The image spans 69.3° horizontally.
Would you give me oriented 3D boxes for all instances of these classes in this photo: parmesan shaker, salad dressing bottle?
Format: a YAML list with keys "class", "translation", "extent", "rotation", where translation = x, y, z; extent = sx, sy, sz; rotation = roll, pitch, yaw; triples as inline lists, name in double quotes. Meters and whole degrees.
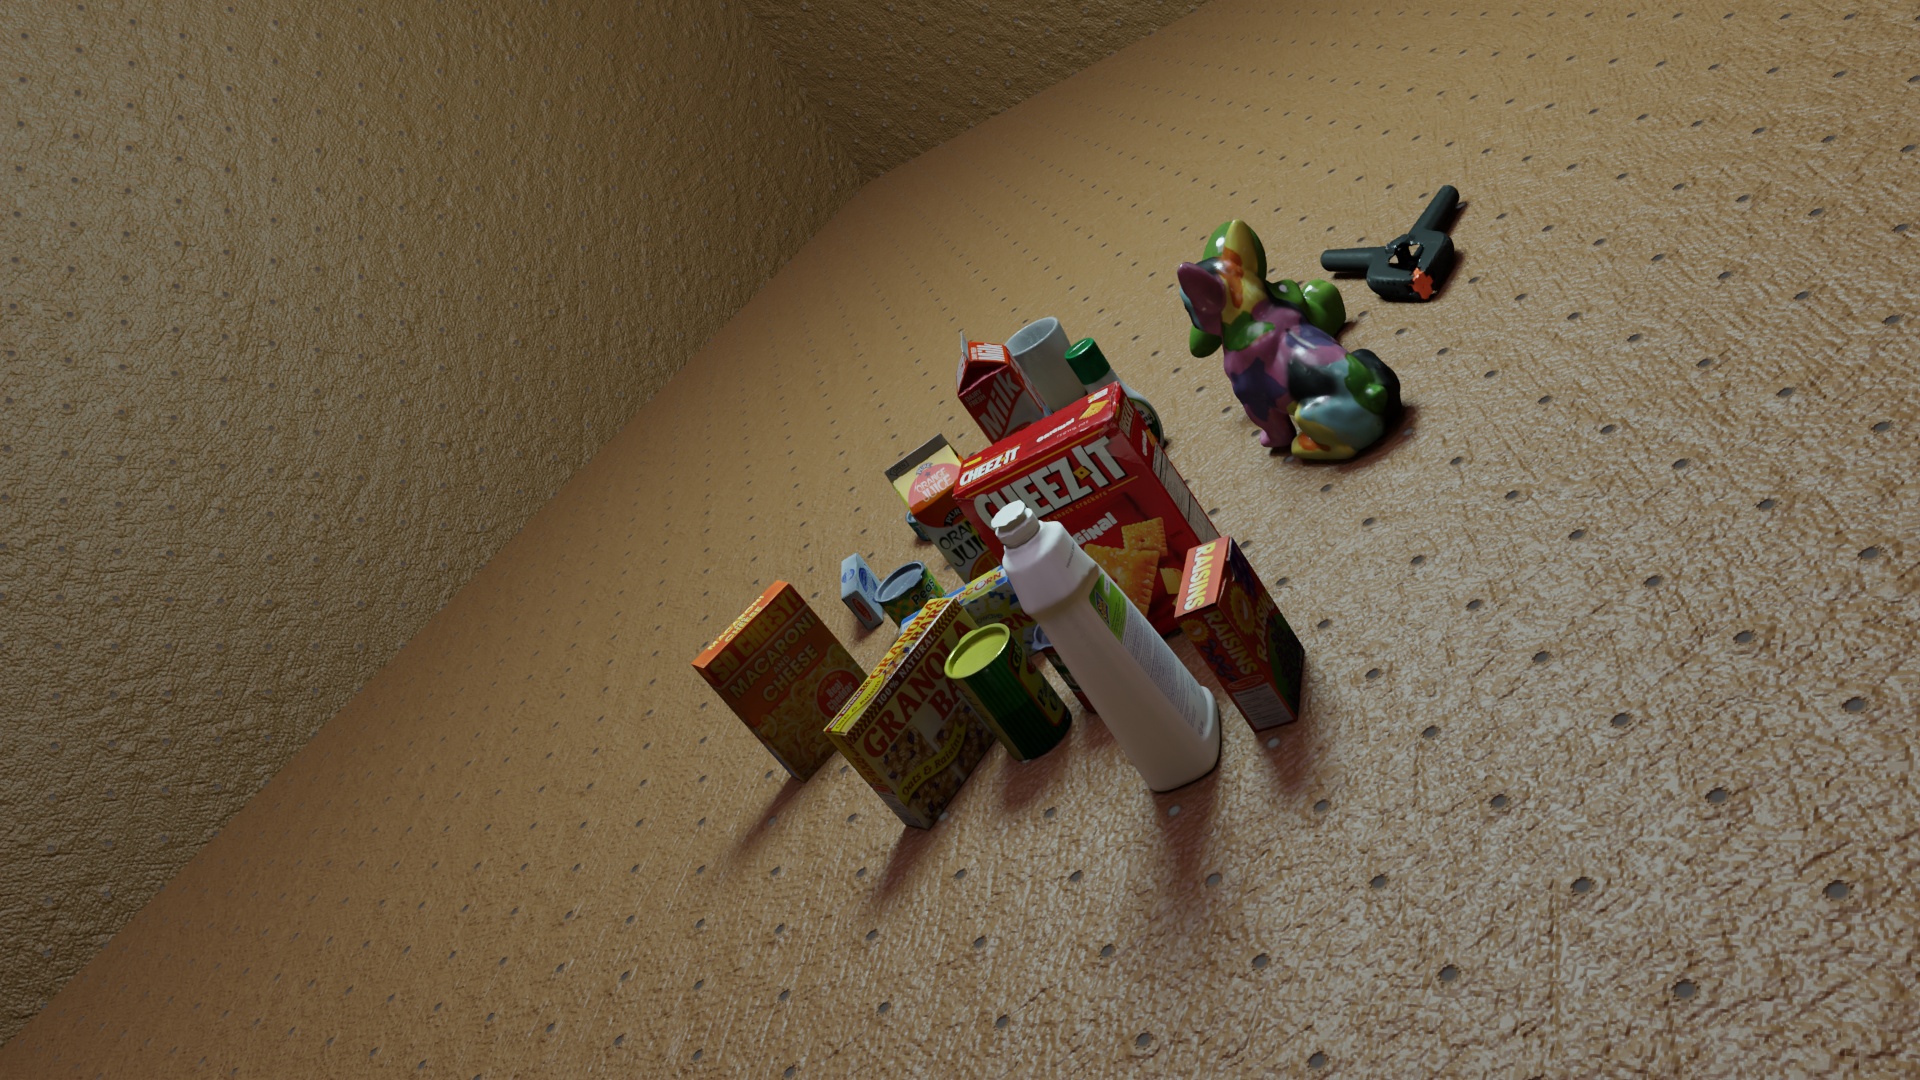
- class: "parmesan shaker"
  translation: [0.042, 0.130, 1.199]
  extent: [0.071, 0.103, 0.071]
  rotation: [-31, 23, 15]
- class: "salad dressing bottle"
  translation: [0.166, -0.151, 1.505]
  extent: [0.064, 0.147, 0.044]
  rotation: [-39, 22, -4]

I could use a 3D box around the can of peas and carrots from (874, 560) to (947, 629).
- class: "can of peas and carrots"
  translation: [-0.049, 0.065, 1.515]
  extent: [0.071, 0.058, 0.071]
  rotation: [-31, 23, 15]

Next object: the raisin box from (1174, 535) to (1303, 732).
- class: "raisin box"
  translation: [0.211, 0.070, 1.042]
  extent: [0.040, 0.123, 0.086]
  rotation: [-23, 26, 32]

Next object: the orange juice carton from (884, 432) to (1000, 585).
- class: "orange juice carton"
  translation: [0.005, -0.018, 1.422]
  extent: [0.072, 0.192, 0.073]
  rotation: [-35, 22, 4]

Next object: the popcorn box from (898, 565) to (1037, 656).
- class: "popcorn box"
  translation: [0.016, 0.088, 1.342]
  extent: [0.126, 0.085, 0.038]
  rotation: [-30, 23, 17]

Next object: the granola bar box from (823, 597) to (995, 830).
- class: "granola bar box"
  translation: [-0.028, 0.151, 1.231]
  extent: [0.039, 0.124, 0.166]
  rotation: [-6, 37, 52]

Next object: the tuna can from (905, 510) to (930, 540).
- class: "tuna can"
  translation: [-0.032, -0.031, 1.711]
  extent: [0.071, 0.032, 0.071]
  rotation: [-31, 23, 15]

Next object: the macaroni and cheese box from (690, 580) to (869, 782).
- class: "macaroni and cheese box"
  translation: [-0.173, 0.142, 1.405]
  extent: [0.124, 0.166, 0.040]
  rotation: [-46, 24, -21]

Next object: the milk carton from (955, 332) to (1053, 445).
- class: "milk carton"
  translation: [0.054, -0.157, 1.624]
  extent: [0.073, 0.190, 0.072]
  rotation: [-32, 23, 12]

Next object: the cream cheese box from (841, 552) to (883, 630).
- class: "cream cheese box"
  translation: [-0.116, 0.059, 1.630]
  extent: [0.024, 0.053, 0.104]
  rotation: [-33, 23, 10]

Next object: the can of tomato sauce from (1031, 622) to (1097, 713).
- class: "can of tomato sauce"
  translation: [0.110, 0.098, 1.188]
  extent: [0.071, 0.083, 0.071]
  rotation: [-31, 23, 15]
